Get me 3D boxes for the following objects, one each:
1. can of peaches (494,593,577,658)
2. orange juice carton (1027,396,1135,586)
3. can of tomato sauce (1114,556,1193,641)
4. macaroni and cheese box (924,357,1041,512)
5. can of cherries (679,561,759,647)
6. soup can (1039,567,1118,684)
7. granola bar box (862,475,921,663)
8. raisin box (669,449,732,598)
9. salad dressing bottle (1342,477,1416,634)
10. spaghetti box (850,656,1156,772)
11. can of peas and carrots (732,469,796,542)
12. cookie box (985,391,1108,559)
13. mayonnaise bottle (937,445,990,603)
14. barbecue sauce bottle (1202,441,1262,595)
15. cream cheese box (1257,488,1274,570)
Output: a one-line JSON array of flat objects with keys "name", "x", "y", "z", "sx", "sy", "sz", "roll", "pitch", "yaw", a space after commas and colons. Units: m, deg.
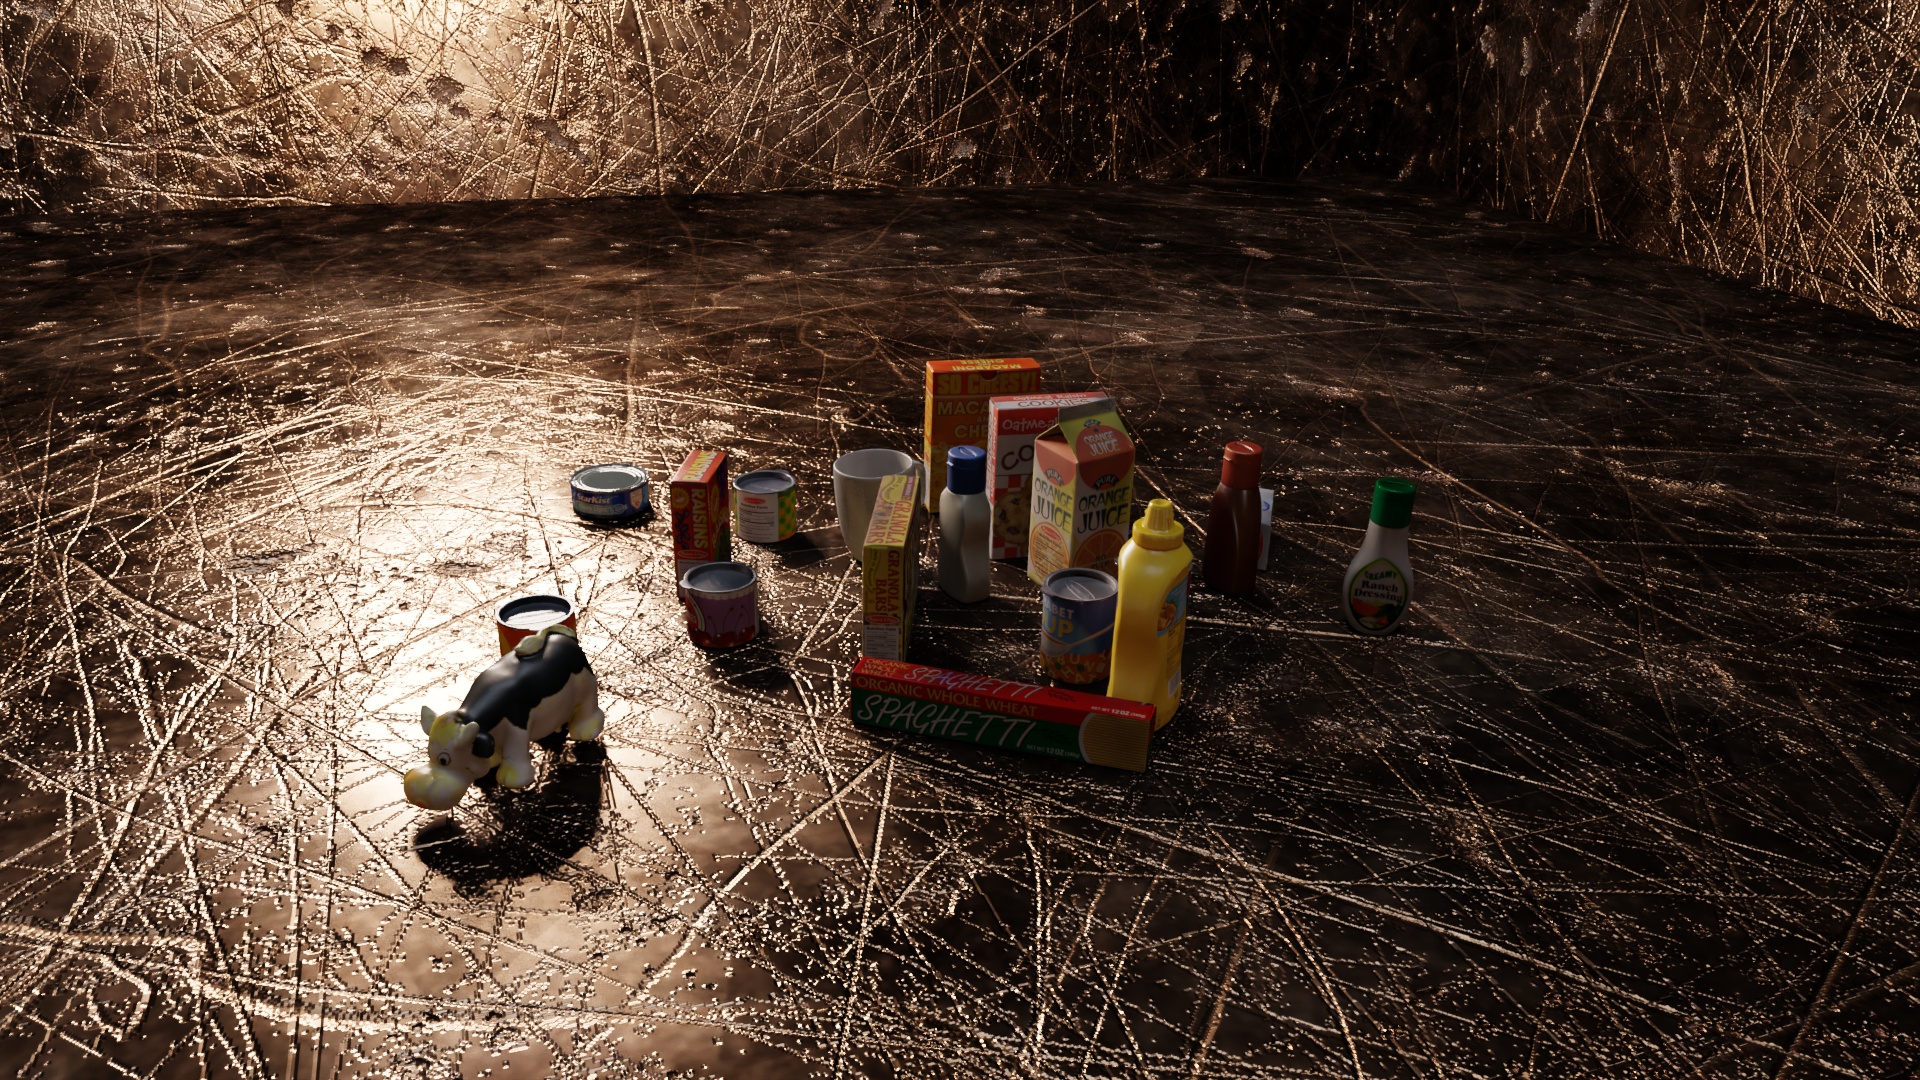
[{"name": "can of peaches", "x": -0.363, "y": 0.087, "z": 1.196, "sx": 0.071, "sy": 0.057, "sz": 0.071, "roll": 2, "pitch": 24, "yaw": -1}, {"name": "orange juice carton", "x": 0.118, "y": -0.044, "z": 1.361, "sx": 0.072, "sy": 0.191, "sz": 0.073, "roll": -13, "pitch": 28, "yaw": -31}, {"name": "can of tomato sauce", "x": 0.174, "y": 0.056, "z": 1.274, "sx": 0.071, "sy": 0.082, "sz": 0.071, "roll": 2, "pitch": 24, "yaw": -1}, {"name": "macaroni and cheese box", "x": 0.024, "y": -0.117, "z": 1.546, "sx": 0.124, "sy": 0.165, "sz": 0.040, "roll": -4, "pitch": 24, "yaw": -13}, {"name": "can of cherries", "x": -0.220, "y": 0.059, "z": 1.269, "sx": 0.071, "sy": 0.058, "sz": 0.072, "roll": 2, "pitch": 24, "yaw": -1}, {"name": "soup can", "x": 0.102, "y": 0.075, "z": 1.226, "sx": 0.071, "sy": 0.083, "sz": 0.071, "roll": 2, "pitch": 24, "yaw": -1}, {"name": "granola bar box", "x": -0.061, "y": 0.027, "z": 1.272, "sx": 0.039, "sy": 0.123, "sz": 0.166, "roll": 3, "pitch": 24, "yaw": 2}, {"name": "raisin box", "x": -0.252, "y": -0.016, "z": 1.354, "sx": 0.040, "sy": 0.122, "sz": 0.086, "roll": 3, "pitch": 24, "yaw": 3}, {"name": "salad dressing bottle", "x": 0.397, "y": 0.015, "z": 1.306, "sx": 0.064, "sy": 0.147, "sz": 0.044, "roll": 8, "pitch": 25, "yaw": 14}, {"name": "spaghetti box", "x": 0.030, "y": 0.139, "z": 1.120, "sx": 0.250, "sy": 0.050, "sz": 0.029, "roll": 8, "pitch": 25, "yaw": 13}, {"name": "can of peas and carrots", "x": -0.207, "y": -0.038, "z": 1.484, "sx": 0.071, "sy": 0.058, "sz": 0.071, "roll": 2, "pitch": 24, "yaw": -1}, {"name": "cookie box", "x": 0.089, "y": -0.068, "z": 1.442, "sx": 0.123, "sy": 0.166, "sz": 0.040, "roll": -4, "pitch": 24, "yaw": -13}, {"name": "mayonnaise bottle", "x": 0.005, "y": -0.017, "z": 1.345, "sx": 0.041, "sy": 0.147, "sz": 0.065, "roll": -11, "pitch": 27, "yaw": -27}, {"name": "barbecue sauce bottle", "x": 0.273, "y": -0.023, "z": 1.380, "sx": 0.044, "sy": 0.147, "sz": 0.065, "roll": -8, "pitch": 26, "yaw": -21}, {"name": "cream cheese box", "x": 0.318, "y": -0.013, "z": 1.476, "sx": 0.024, "sy": 0.053, "sz": 0.104, "roll": 7, "pitch": 25, "yaw": 11}]
